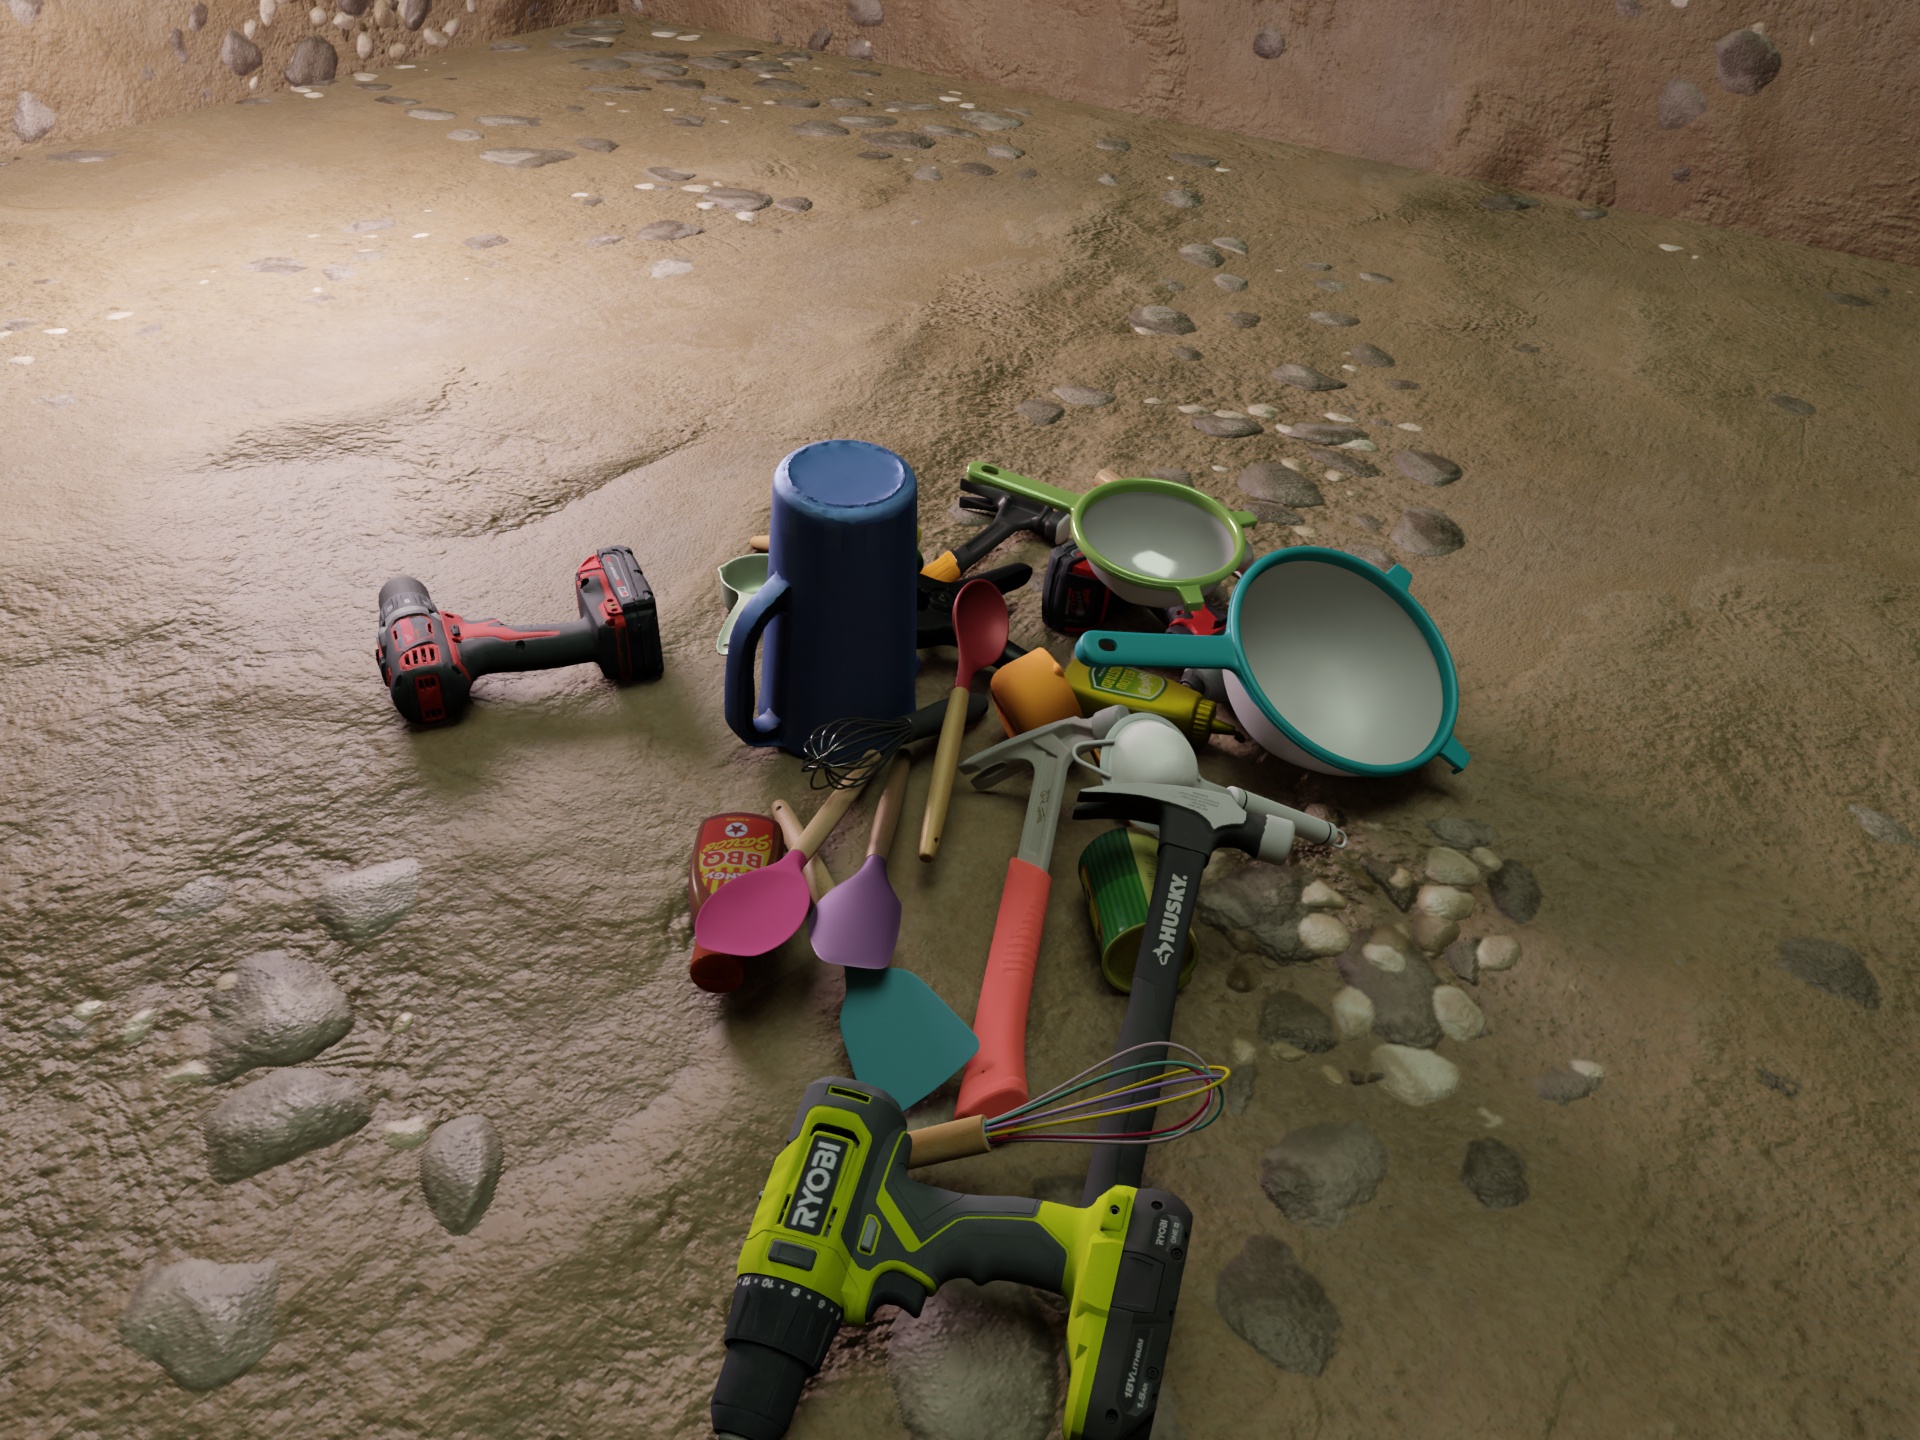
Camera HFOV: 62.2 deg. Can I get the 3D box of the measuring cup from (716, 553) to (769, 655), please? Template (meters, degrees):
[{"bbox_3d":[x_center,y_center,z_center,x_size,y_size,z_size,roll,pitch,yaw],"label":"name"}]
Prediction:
[{"bbox_3d":[-0.189,-0.093,1.423,0.083,0.038,0.168,8,37,6],"label":"measuring cup"}]

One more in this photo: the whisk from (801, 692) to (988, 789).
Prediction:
[{"bbox_3d":[-0.045,0.011,1.252,0.055,0.055,0.239,25,24,27],"label":"whisk"}]

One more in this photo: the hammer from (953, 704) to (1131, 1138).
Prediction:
[{"bbox_3d":[0.035,0.132,1.095,0.149,0.036,0.359,-22,33,30],"label":"hammer"}]

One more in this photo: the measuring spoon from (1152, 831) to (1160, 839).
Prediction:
[{"bbox_3d":[0.179,0.082,1.224,0.124,0.018,0.034,-12,38,-21],"label":"measuring spoon"}]

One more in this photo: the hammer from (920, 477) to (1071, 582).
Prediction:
[{"bbox_3d":[-0.025,-0.142,1.511,0.127,0.034,0.337,22,39,22],"label":"hammer"}]

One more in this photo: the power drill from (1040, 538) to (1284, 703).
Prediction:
[{"bbox_3d":[0.183,-0.089,1.425,0.220,0.078,0.143,34,45,31],"label":"power drill"}]

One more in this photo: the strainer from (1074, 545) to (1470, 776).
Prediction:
[{"bbox_3d":[0.236,-0.034,1.286,0.340,0.095,0.211,1,62,-21],"label":"strainer"}]

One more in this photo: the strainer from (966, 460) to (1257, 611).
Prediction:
[{"bbox_3d":[0.119,-0.159,1.386,0.256,0.069,0.151,22,45,16],"label":"strainer"}]

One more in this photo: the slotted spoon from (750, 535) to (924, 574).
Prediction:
[{"bbox_3d":[-0.124,-0.153,1.424,0.031,0.070,0.314,-57,29,-10],"label":"slotted spoon"}]

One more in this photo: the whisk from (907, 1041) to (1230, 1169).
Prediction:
[{"bbox_3d":[0.037,0.232,0.914,0.245,0.051,0.047,-17,30,13],"label":"whisk"}]

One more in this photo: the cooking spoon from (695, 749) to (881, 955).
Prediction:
[{"bbox_3d":[-0.108,0.088,1.134,0.069,0.017,0.319,8,24,12],"label":"cooking spoon"}]

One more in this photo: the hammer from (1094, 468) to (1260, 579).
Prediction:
[{"bbox_3d":[0.222,-0.184,1.558,0.130,0.031,0.332,35,7,-34],"label":"hammer"}]

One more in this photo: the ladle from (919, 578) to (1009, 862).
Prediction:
[{"bbox_3d":[-0.002,-0.004,1.257,0.031,0.069,0.316,-23,33,28],"label":"ladle"}]

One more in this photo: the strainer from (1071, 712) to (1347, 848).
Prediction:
[{"bbox_3d":[0.196,0.054,1.163,0.258,0.050,0.087,20,67,-31],"label":"strainer"}]

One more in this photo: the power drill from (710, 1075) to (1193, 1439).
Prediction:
[{"bbox_3d":[-0.006,0.302,0.825,0.228,0.080,0.191,11,54,12],"label":"power drill"}]

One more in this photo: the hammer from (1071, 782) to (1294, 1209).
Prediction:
[{"bbox_3d":[0.113,0.178,0.988,0.146,0.035,0.335,16,53,4],"label":"hammer"}]

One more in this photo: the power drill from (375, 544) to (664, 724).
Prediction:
[{"bbox_3d":[-0.384,-0.084,1.360,0.226,0.080,0.188,-14,38,-19],"label":"power drill"}]

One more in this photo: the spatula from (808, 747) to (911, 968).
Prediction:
[{"bbox_3d":[-0.060,0.090,1.140,0.060,0.018,0.316,8,24,2],"label":"spatula"}]

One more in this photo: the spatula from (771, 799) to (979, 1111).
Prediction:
[{"bbox_3d":[-0.081,0.142,1.096,0.082,0.044,0.318,-37,34,0],"label":"spatula"}]

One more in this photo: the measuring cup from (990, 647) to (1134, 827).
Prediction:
[{"bbox_3d":[0.078,0.024,1.262,0.052,0.095,0.174,-24,63,-7],"label":"measuring cup"}]
